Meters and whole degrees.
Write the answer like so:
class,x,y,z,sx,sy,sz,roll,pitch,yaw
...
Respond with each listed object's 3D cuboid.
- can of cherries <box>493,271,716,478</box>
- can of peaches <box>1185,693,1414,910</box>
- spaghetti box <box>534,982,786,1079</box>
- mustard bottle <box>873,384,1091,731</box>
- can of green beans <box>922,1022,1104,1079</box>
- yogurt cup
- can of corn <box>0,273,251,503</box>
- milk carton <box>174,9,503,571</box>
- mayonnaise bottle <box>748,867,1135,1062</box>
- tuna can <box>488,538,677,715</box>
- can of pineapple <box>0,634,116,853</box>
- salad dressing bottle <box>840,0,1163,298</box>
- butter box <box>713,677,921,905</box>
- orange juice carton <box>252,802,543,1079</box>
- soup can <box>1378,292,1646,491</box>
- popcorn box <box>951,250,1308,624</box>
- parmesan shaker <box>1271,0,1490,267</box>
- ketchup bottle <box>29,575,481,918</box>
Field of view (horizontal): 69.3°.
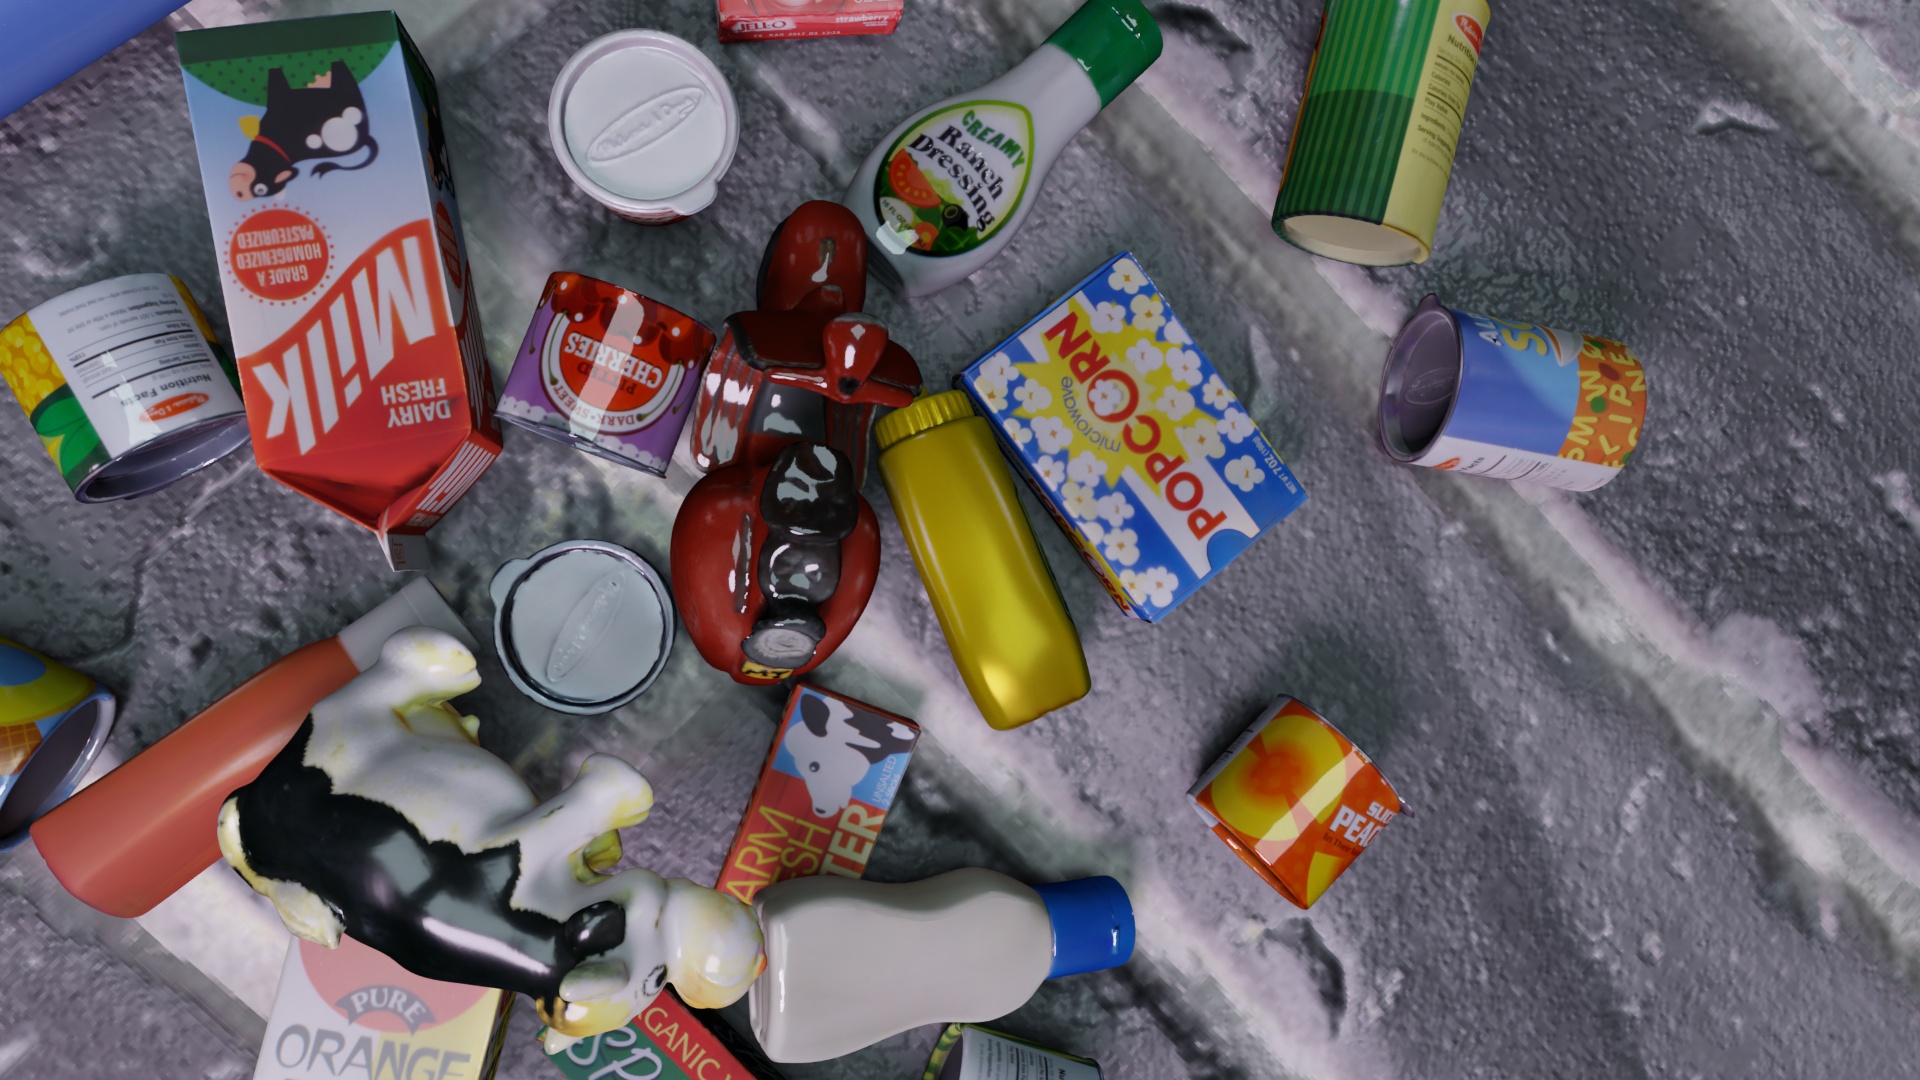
class,x,y,z,sx,sy,sz,roll,pitch,yaw
can of cherries,-0.130,-0.061,0.516,0.071,0.071,0.058,21,85,-9
can of peaches,0.135,0.106,0.558,0.058,0.071,0.071,-44,96,-7
spaghetti box,-0.049,0.249,0.507,0.250,0.028,0.050,40,83,12
mustard bottle,0.002,-0.007,0.542,0.049,0.065,0.160,-22,87,-4
can of green beans,0.016,0.226,0.537,0.058,0.071,0.071,20,86,-8
yogurt cup,-0.119,-0.152,0.528,0.072,0.054,0.072,0,89,-10
can of corn,-0.294,-0.053,0.493,0.071,0.071,0.058,-30,93,-9
milk carton,-0.216,-0.082,0.501,0.073,0.072,0.190,-11,91,-10
mayonnaise bottle,-0.005,0.156,0.532,0.148,0.041,0.064,-1,98,-24
tuna can,-0.144,0.031,0.531,0.071,0.033,0.071,0,89,-10
can of pineapple,-0.340,0.068,0.479,0.058,0.071,0.071,29,85,-8
salad dressing bottle,0.018,-0.162,0.557,0.148,0.044,0.064,-44,95,-8
butter box,-0.059,0.111,0.547,0.053,0.024,0.103,23,85,-9
orange juice carton,-0.204,0.183,0.497,0.072,0.073,0.192,14,86,-9
soup can,0.229,-0.061,0.579,0.084,0.071,0.071,8,88,-10
popcorn box,0.068,-0.041,0.566,0.085,0.038,0.126,-38,95,-9
parmesan shaker,0.170,-0.172,0.570,0.071,0.071,0.103,16,87,-9
ketchup bottle,-0.245,0.071,0.500,0.149,0.064,0.043,-38,79,-17
